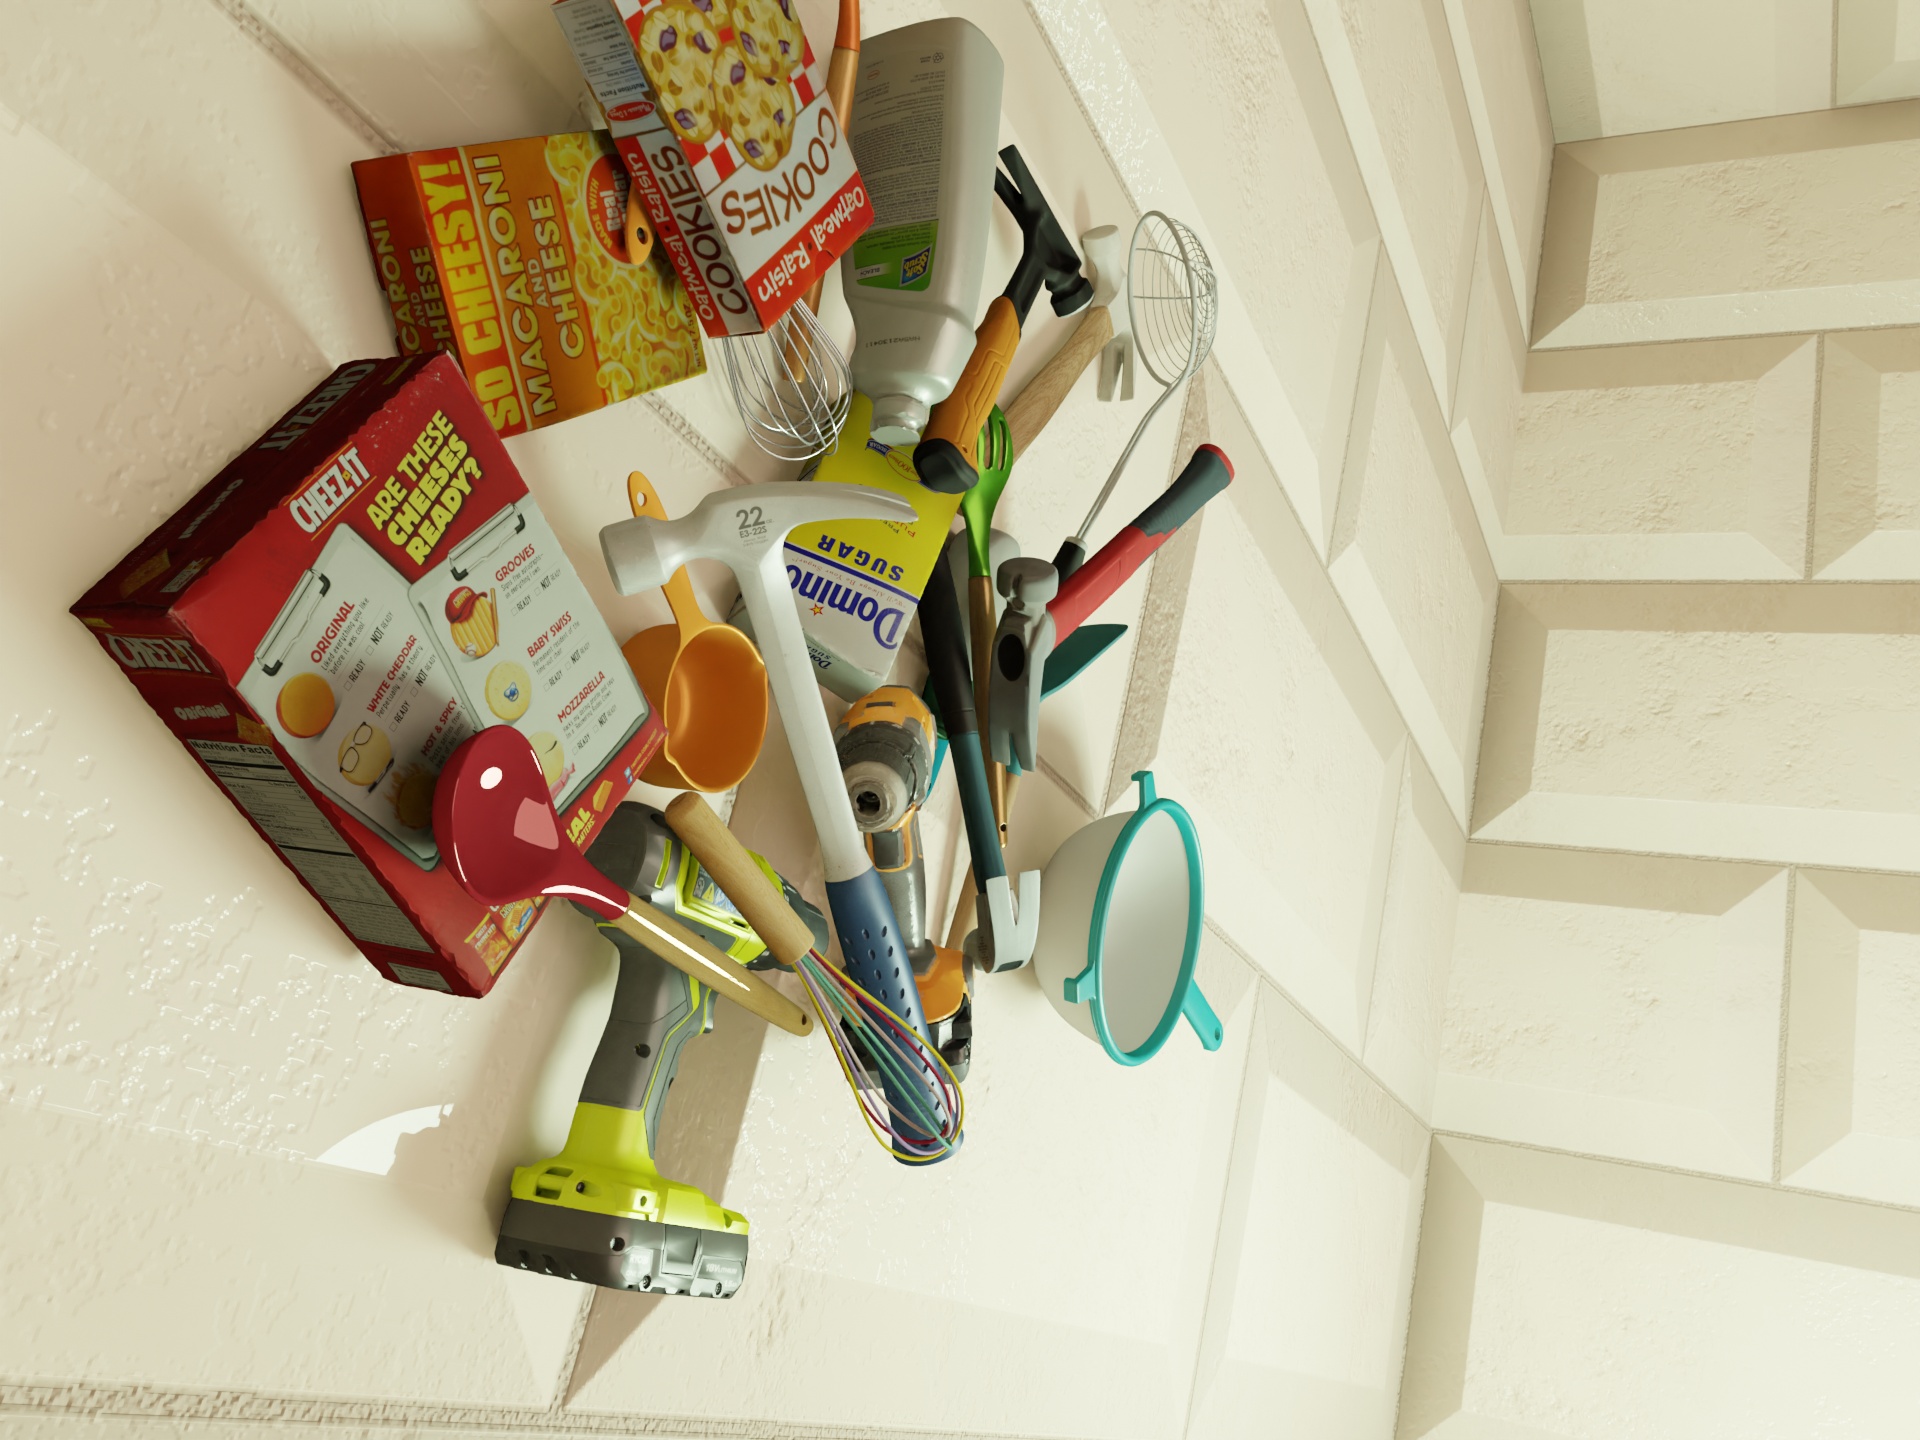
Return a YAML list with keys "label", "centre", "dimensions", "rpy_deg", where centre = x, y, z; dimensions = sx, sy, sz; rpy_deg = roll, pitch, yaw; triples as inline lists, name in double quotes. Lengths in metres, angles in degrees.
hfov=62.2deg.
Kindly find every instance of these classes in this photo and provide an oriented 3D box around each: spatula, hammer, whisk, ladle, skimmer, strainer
- label: "spatula"
  centre: [0.038, 0.067, 1.151]
  dimensions: [0.044, 0.082, 0.317]
  rpy_deg: [25, 77, -31]
- label: "hammer"
  centre: [0.021, -0.255, 1.033]
  dimensions: [0.127, 0.034, 0.337]
  rpy_deg: [55, 33, -28]
- label: "whisk"
  centre: [-0.127, -0.262, 0.837]
  dimensions: [0.070, 0.070, 0.284]
  rpy_deg: [-58, 136, -41]
- label: "ladle"
  centre: [-0.140, 0.091, 0.720]
  dimensions: [0.315, 0.031, 0.069]
  rpy_deg: [51, 44, -54]
- label: "hammer"
  centre: [-0.055, 0.068, 0.822]
  dimensions: [0.035, 0.144, 0.405]
  rpy_deg: [-117, -168, -62]
- label: "whisk"
  centre: [-0.072, 0.135, 0.803]
  dimensions: [0.244, 0.047, 0.051]
  rpy_deg: [55, 9, -20]
- label: "skimmer"
  centre: [0.090, -0.198, 1.179]
  dimensions: [0.090, 0.127, 0.363]
  rpy_deg: [29, 86, -14]
- label: "hammer"
  centre: [-0.002, -0.003, 1.019]
  dimensions: [0.128, 0.033, 0.331]
  rpy_deg: [143, -63, -76]
- label: "strainer"
  centre: [0.137, 0.195, 1.316]
  dimensions: [0.340, 0.095, 0.211]
  rpy_deg: [55, 48, -51]
- label: "hammer"
  centre: [0.069, -0.252, 1.217]
  dimensions: [0.331, 0.031, 0.130]
  rpy_deg: [-56, 138, -43]
- label: "hammer"
  centre: [0.118, -0.106, 1.146]
  dimensions: [0.386, 0.038, 0.143]
  rpy_deg: [-43, 142, -52]
- label: "spatula"
  centre: [-0.060, -0.352, 0.898]
  dimensions: [0.081, 0.041, 0.322]
  rpy_deg: [-56, 157, -76]

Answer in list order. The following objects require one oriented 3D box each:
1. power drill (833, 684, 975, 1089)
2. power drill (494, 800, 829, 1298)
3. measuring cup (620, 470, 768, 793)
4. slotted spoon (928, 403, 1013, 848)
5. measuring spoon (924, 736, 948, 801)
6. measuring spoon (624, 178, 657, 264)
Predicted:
- label: "power drill"
  centre: [-0.040, 0.102, 0.944]
  dimensions: [0.185, 0.084, 0.226]
  rpy_deg: [-84, 170, -79]
- label: "power drill"
  centre: [-0.142, 0.173, 0.824]
  dimensions: [0.190, 0.080, 0.229]
  rpy_deg: [38, 57, -55]
- label: "measuring cup"
  centre: [-0.155, -0.044, 0.808]
  dimensions: [0.095, 0.052, 0.173]
  rpy_deg: [-48, 131, -49]
- label: "slotted spoon"
  centre: [0.017, -0.070, 1.065]
  dimensions: [0.070, 0.031, 0.314]
  rpy_deg: [-5, 92, -39]
- label: "measuring spoon"
  centre: [-0.002, 0.005, 1.116]
  dimensions: [0.042, 0.021, 0.129]
  rpy_deg: [58, 42, -45]
- label: "measuring spoon"
  centre: [-0.144, -0.272, 0.765]
  dimensions: [0.021, 0.011, 0.117]
  rpy_deg: [33, 61, -56]
